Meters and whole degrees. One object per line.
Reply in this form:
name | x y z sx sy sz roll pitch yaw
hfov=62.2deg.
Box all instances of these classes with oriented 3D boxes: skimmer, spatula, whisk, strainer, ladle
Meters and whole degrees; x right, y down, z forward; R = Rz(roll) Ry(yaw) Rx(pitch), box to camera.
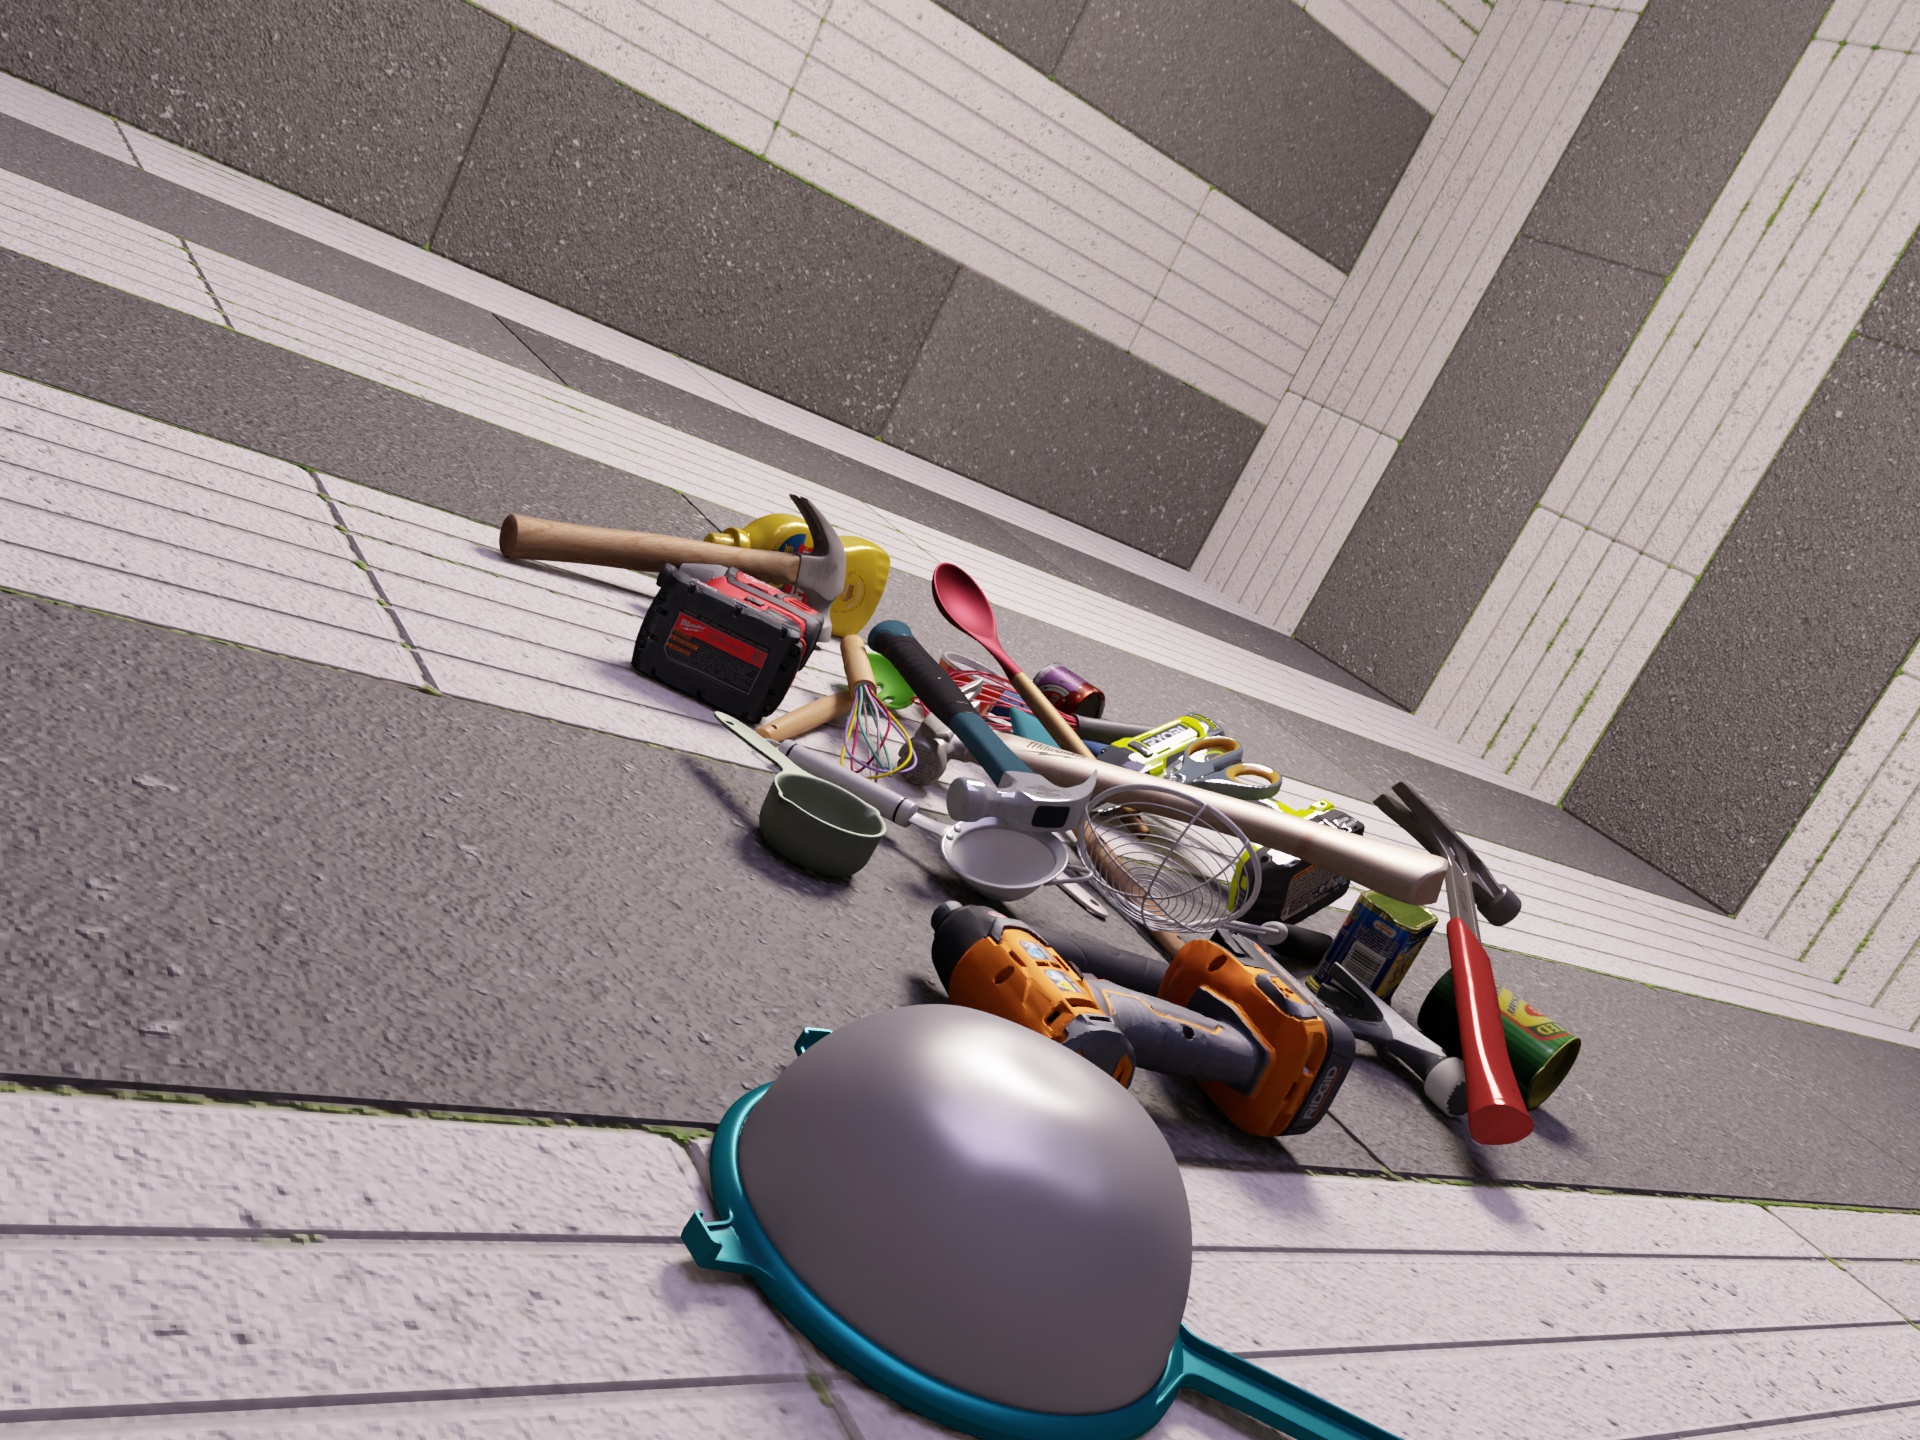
skimmer | 0.207 0.121 1.167 0.127 0.090 0.363 -4 -14 33
spatula | 0.111 0.089 1.255 0.082 0.044 0.318 31 12 -31
whisk | -0.077 -0.014 1.228 0.051 0.047 0.245 46 10 -25
whisk | 0.085 0.003 1.430 0.295 0.073 0.073 9 21 -31
strainer | -0.030 0.068 1.082 0.258 0.050 0.087 26 33 18
ladle | 0.064 -0.019 1.347 0.069 0.031 0.316 0 45 -49
strainer | 0.071 0.206 0.635 0.340 0.095 0.211 26 13 2

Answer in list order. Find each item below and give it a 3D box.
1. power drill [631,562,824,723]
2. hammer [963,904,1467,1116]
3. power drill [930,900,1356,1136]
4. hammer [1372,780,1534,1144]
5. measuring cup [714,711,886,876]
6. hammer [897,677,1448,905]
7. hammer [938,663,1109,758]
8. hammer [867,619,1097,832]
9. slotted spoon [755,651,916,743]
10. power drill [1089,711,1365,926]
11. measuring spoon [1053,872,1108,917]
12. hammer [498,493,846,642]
power drill | -0.184 -0.075 1.252 0.143 0.078 0.220 26 11 -7
hammer | 0.168 0.179 1.058 0.408 0.036 0.149 19 15 -31
power drill | 0.092 0.160 0.892 0.226 0.084 0.164 13 19 -35
hammer | 0.367 0.176 1.161 0.149 0.036 0.359 43 26 -8
measuring cup | -0.115 0.046 1.008 0.083 0.038 0.168 12 18 -48
hammer | 0.165 0.057 1.222 0.411 0.038 0.146 16 28 15
hammer | 0.158 0.043 1.505 0.405 0.035 0.144 28 28 12
hammer | -0.002 -0.004 1.195 0.128 0.033 0.331 8 21 -27
slotted spoon | -0.102 -0.013 1.277 0.070 0.031 0.314 37 16 6
power drill | 0.216 0.083 1.364 0.171 0.080 0.223 -21 41 -35
measuring spoon | 0.072 0.106 1.179 0.034 0.018 0.124 14 19 -45
hammer | -0.236 -0.143 1.366 0.331 0.130 0.031 3 11 -42
